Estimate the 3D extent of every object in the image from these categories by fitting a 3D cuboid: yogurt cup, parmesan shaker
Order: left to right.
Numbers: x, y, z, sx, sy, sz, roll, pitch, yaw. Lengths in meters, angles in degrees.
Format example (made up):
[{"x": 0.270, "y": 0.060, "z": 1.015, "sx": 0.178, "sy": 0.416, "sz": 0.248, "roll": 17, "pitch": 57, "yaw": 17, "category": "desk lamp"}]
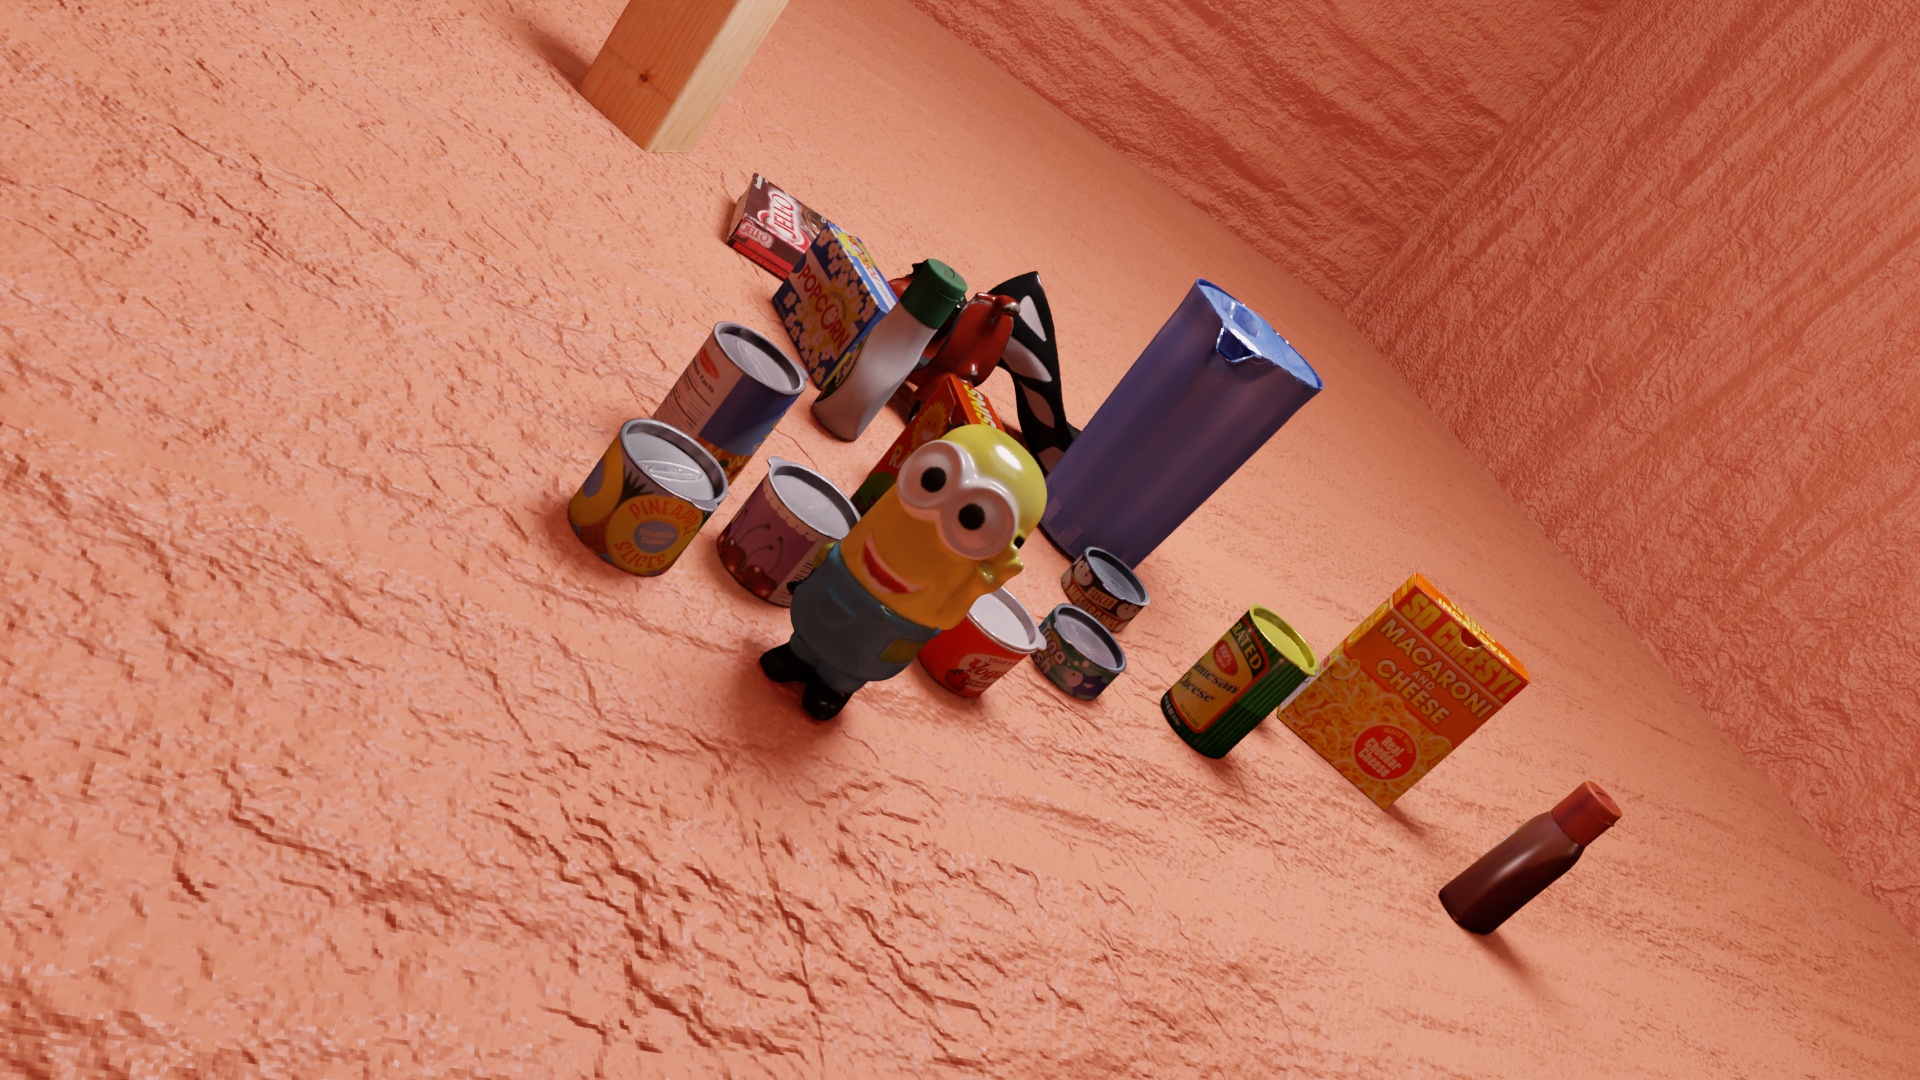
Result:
[{"x": 0.008, "y": 0.061, "z": 0.875, "sx": 0.072, "sy": 0.053, "sz": 0.073, "roll": 33, "pitch": 24, "yaw": -17, "category": "yogurt cup"}, {"x": 0.208, "y": 0.108, "z": 1.035, "sx": 0.071, "sy": 0.102, "sz": 0.071, "roll": 34, "pitch": 23, "yaw": -17, "category": "parmesan shaker"}]

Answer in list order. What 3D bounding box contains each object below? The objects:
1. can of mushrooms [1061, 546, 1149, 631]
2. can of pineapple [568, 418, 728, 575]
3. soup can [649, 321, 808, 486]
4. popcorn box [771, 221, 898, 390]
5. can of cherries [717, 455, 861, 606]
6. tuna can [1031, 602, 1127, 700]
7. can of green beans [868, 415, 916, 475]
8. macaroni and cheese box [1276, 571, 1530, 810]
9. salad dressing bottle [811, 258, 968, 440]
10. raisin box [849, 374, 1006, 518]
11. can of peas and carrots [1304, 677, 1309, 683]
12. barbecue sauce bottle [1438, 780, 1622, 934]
[{"x": 0.115, "y": 0.039, "z": 1.105, "sx": 0.071, "sy": 0.033, "sz": 0.071, "roll": 33, "pitch": 24, "yaw": -17, "category": "can of mushrooms"}, {"x": -0.168, "y": -0.022, "z": 0.749, "sx": 0.071, "sy": 0.057, "sz": 0.071, "roll": 33, "pitch": 24, "yaw": -17, "category": "can of pineapple"}, {"x": -0.144, "y": -0.082, "z": 0.861, "sx": 0.071, "sy": 0.083, "sz": 0.072, "roll": 33, "pitch": 24, "yaw": -17, "category": "soup can"}, {"x": -0.097, "y": -0.185, "z": 1.118, "sx": 0.038, "sy": 0.085, "sz": 0.127, "roll": 19, "pitch": 31, "yaw": -42, "category": "popcorn box"}, {"x": -0.102, "y": -0.006, "z": 0.820, "sx": 0.071, "sy": 0.058, "sz": 0.072, "roll": 33, "pitch": 24, "yaw": -17, "category": "can of cherries"}, {"x": 0.081, "y": 0.079, "z": 0.983, "sx": 0.071, "sy": 0.032, "sz": 0.071, "roll": 33, "pitch": 24, "yaw": -17, "category": "tuna can"}, {"x": -0.026, "y": -0.049, "z": 1.018, "sx": 0.071, "sy": 0.057, "sz": 0.071, "roll": 33, "pitch": 24, "yaw": -17, "category": "can of green beans"}, {"x": 0.370, "y": 0.128, "z": 1.167, "sx": 0.124, "sy": 0.166, "sz": 0.040, "roll": 41, "pitch": 22, "yaw": 2, "category": "macaroni and cheese box"}, {"x": -0.052, "y": -0.141, "z": 1.029, "sx": 0.044, "sy": 0.147, "sz": 0.064, "roll": 37, "pitch": 23, "yaw": -9, "category": "salad dressing bottle"}, {"x": -0.021, "y": -0.035, "z": 0.915, "sx": 0.040, "sy": 0.123, "sz": 0.086, "roll": 25, "pitch": 27, "yaw": -33, "category": "raisin box"}, {"x": 0.242, "y": 0.109, "z": 1.143, "sx": 0.071, "sy": 0.058, "sz": 0.071, "roll": 33, "pitch": 24, "yaw": -17, "category": "can of peas and carrots"}, {"x": 0.451, "y": 0.250, "z": 1.096, "sx": 0.065, "sy": 0.148, "sz": 0.044, "roll": 22, "pitch": 29, "yaw": -37, "category": "barbecue sauce bottle"}]
